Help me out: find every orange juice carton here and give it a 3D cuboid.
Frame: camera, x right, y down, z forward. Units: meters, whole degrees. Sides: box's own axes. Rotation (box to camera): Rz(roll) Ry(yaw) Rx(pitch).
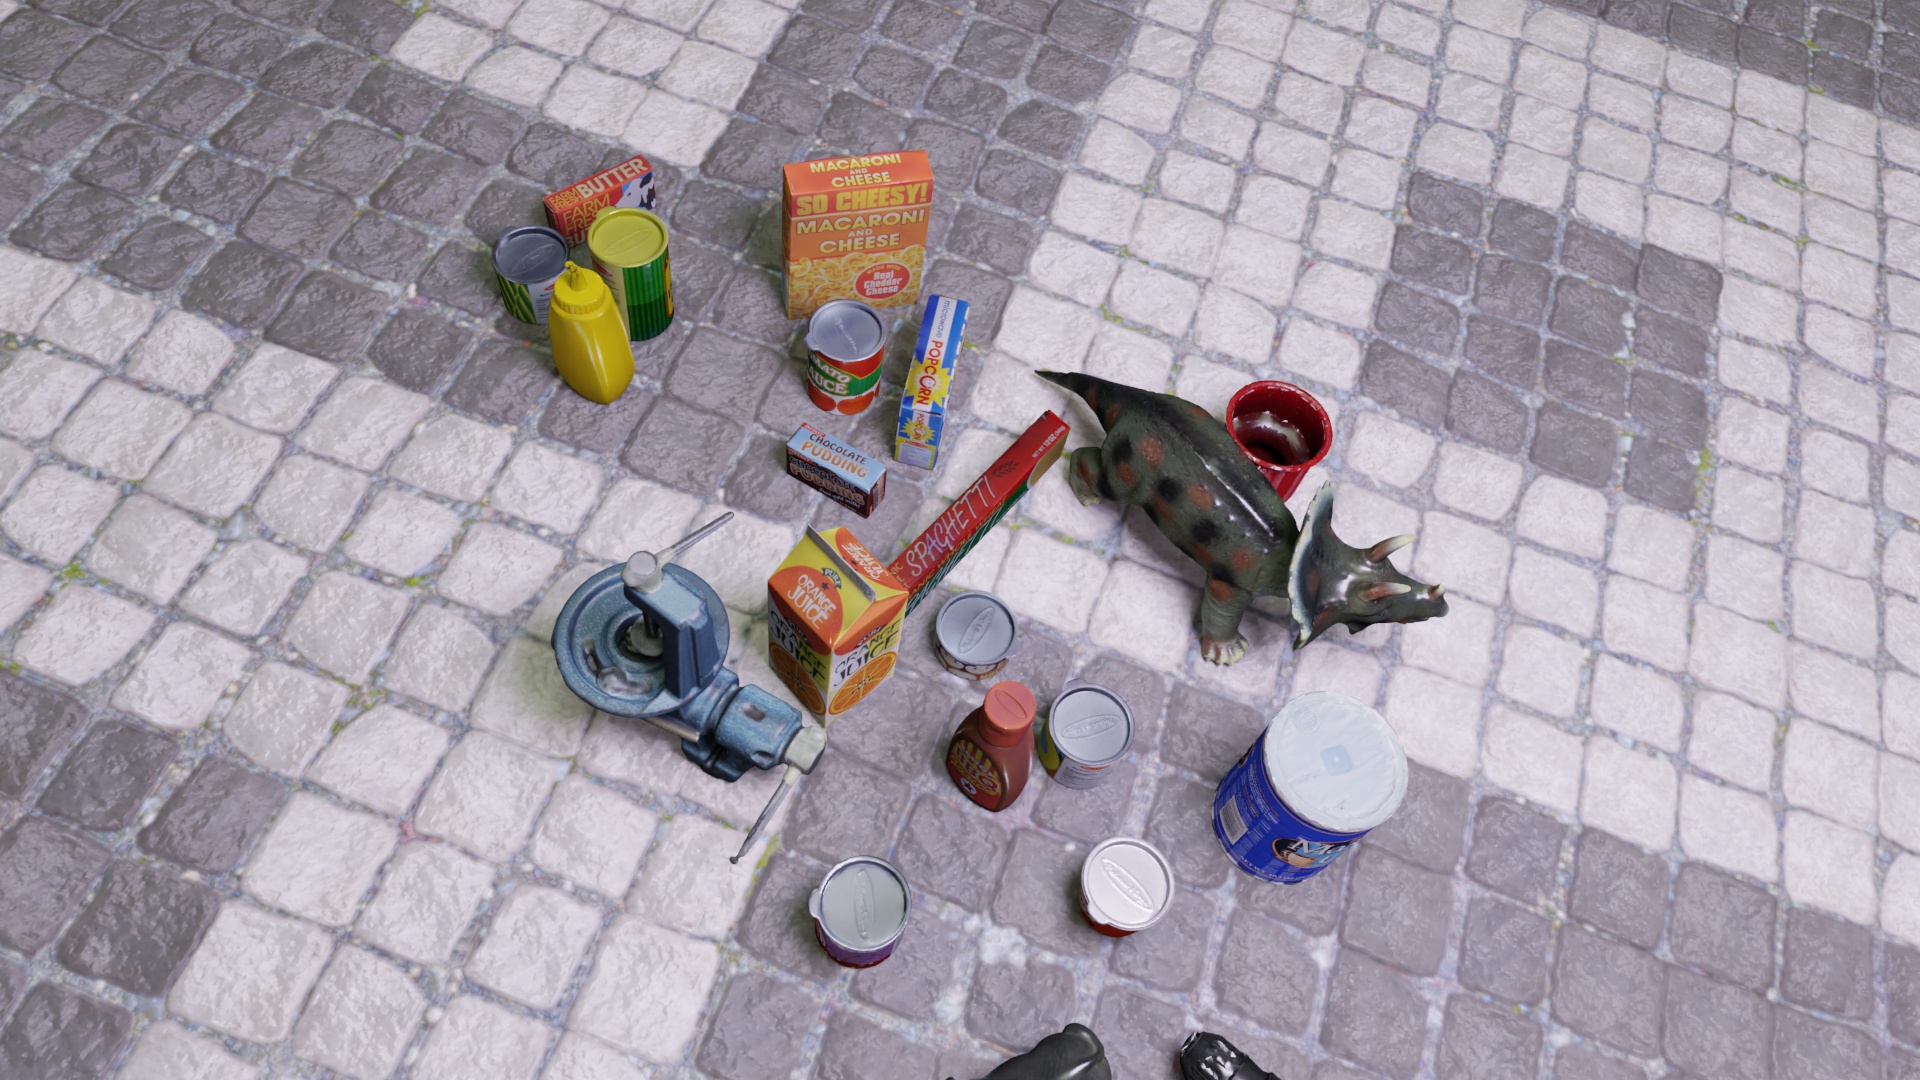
[{"bbox_3d":[-0.091,0.058,1.017,0.073,0.191,0.072,-37,71,-24],"label":"orange juice carton"}]

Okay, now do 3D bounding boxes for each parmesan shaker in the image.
[{"bbox_3d":[-0.286,-0.232,1.207,0.071,0.102,0.071,3,60,-6],"label":"parmesan shaker"}]

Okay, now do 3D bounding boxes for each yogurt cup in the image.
[{"bbox_3d":[0.117,0.256,1.012,0.072,0.053,0.073,3,60,-6],"label":"yogurt cup"}]

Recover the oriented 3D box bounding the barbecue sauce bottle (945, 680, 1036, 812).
[{"bbox_3d":[0.026,0.147,1.008,0.065,0.147,0.044,42,64,15],"label":"barbecue sauce bottle"}]

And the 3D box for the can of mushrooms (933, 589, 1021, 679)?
[{"bbox_3d":[0.014,0.077,1.112,0.071,0.033,0.071,3,60,-6],"label":"can of mushrooms"}]

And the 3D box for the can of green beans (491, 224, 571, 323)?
[{"bbox_3d":[-0.374,-0.234,1.222,0.071,0.057,0.071,3,60,-6],"label":"can of green beans"}]

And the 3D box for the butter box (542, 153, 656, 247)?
[{"bbox_3d":[-0.329,-0.310,1.275,0.104,0.053,0.024,-33,70,-23],"label":"butter box"}]

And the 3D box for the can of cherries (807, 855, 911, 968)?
[{"bbox_3d":[-0.072,0.262,0.980,0.071,0.058,0.072,3,60,-6],"label":"can of cherries"}]

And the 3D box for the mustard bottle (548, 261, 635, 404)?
[{"bbox_3d":[-0.306,-0.177,1.140,0.065,0.159,0.049,31,61,10],"label":"mustard bottle"}]

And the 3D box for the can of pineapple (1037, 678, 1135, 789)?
[{"bbox_3d":[0.096,0.149,1.068,0.071,0.057,0.071,3,60,-6],"label":"can of pineapple"}]

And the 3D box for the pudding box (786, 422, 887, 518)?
[{"bbox_3d":[-0.104,-0.059,1.164,0.084,0.049,0.030,30,61,9],"label":"pudding box"}]

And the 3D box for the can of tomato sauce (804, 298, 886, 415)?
[{"bbox_3d":[-0.101,-0.156,1.201,0.071,0.082,0.071,3,60,-6],"label":"can of tomato sauce"}]

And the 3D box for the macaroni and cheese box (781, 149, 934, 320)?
[{"bbox_3d":[-0.094,-0.266,1.217,0.124,0.165,0.040,-10,63,-13],"label":"macaroni and cheese box"}]

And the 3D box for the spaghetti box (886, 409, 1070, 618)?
[{"bbox_3d":[0.004,-0.014,1.153,0.029,0.050,0.251,37,62,13],"label":"spaghetti box"}]

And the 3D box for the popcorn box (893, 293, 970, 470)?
[{"bbox_3d":[-0.024,-0.137,1.200,0.038,0.084,0.127,13,60,-1],"label":"popcorn box"}]
